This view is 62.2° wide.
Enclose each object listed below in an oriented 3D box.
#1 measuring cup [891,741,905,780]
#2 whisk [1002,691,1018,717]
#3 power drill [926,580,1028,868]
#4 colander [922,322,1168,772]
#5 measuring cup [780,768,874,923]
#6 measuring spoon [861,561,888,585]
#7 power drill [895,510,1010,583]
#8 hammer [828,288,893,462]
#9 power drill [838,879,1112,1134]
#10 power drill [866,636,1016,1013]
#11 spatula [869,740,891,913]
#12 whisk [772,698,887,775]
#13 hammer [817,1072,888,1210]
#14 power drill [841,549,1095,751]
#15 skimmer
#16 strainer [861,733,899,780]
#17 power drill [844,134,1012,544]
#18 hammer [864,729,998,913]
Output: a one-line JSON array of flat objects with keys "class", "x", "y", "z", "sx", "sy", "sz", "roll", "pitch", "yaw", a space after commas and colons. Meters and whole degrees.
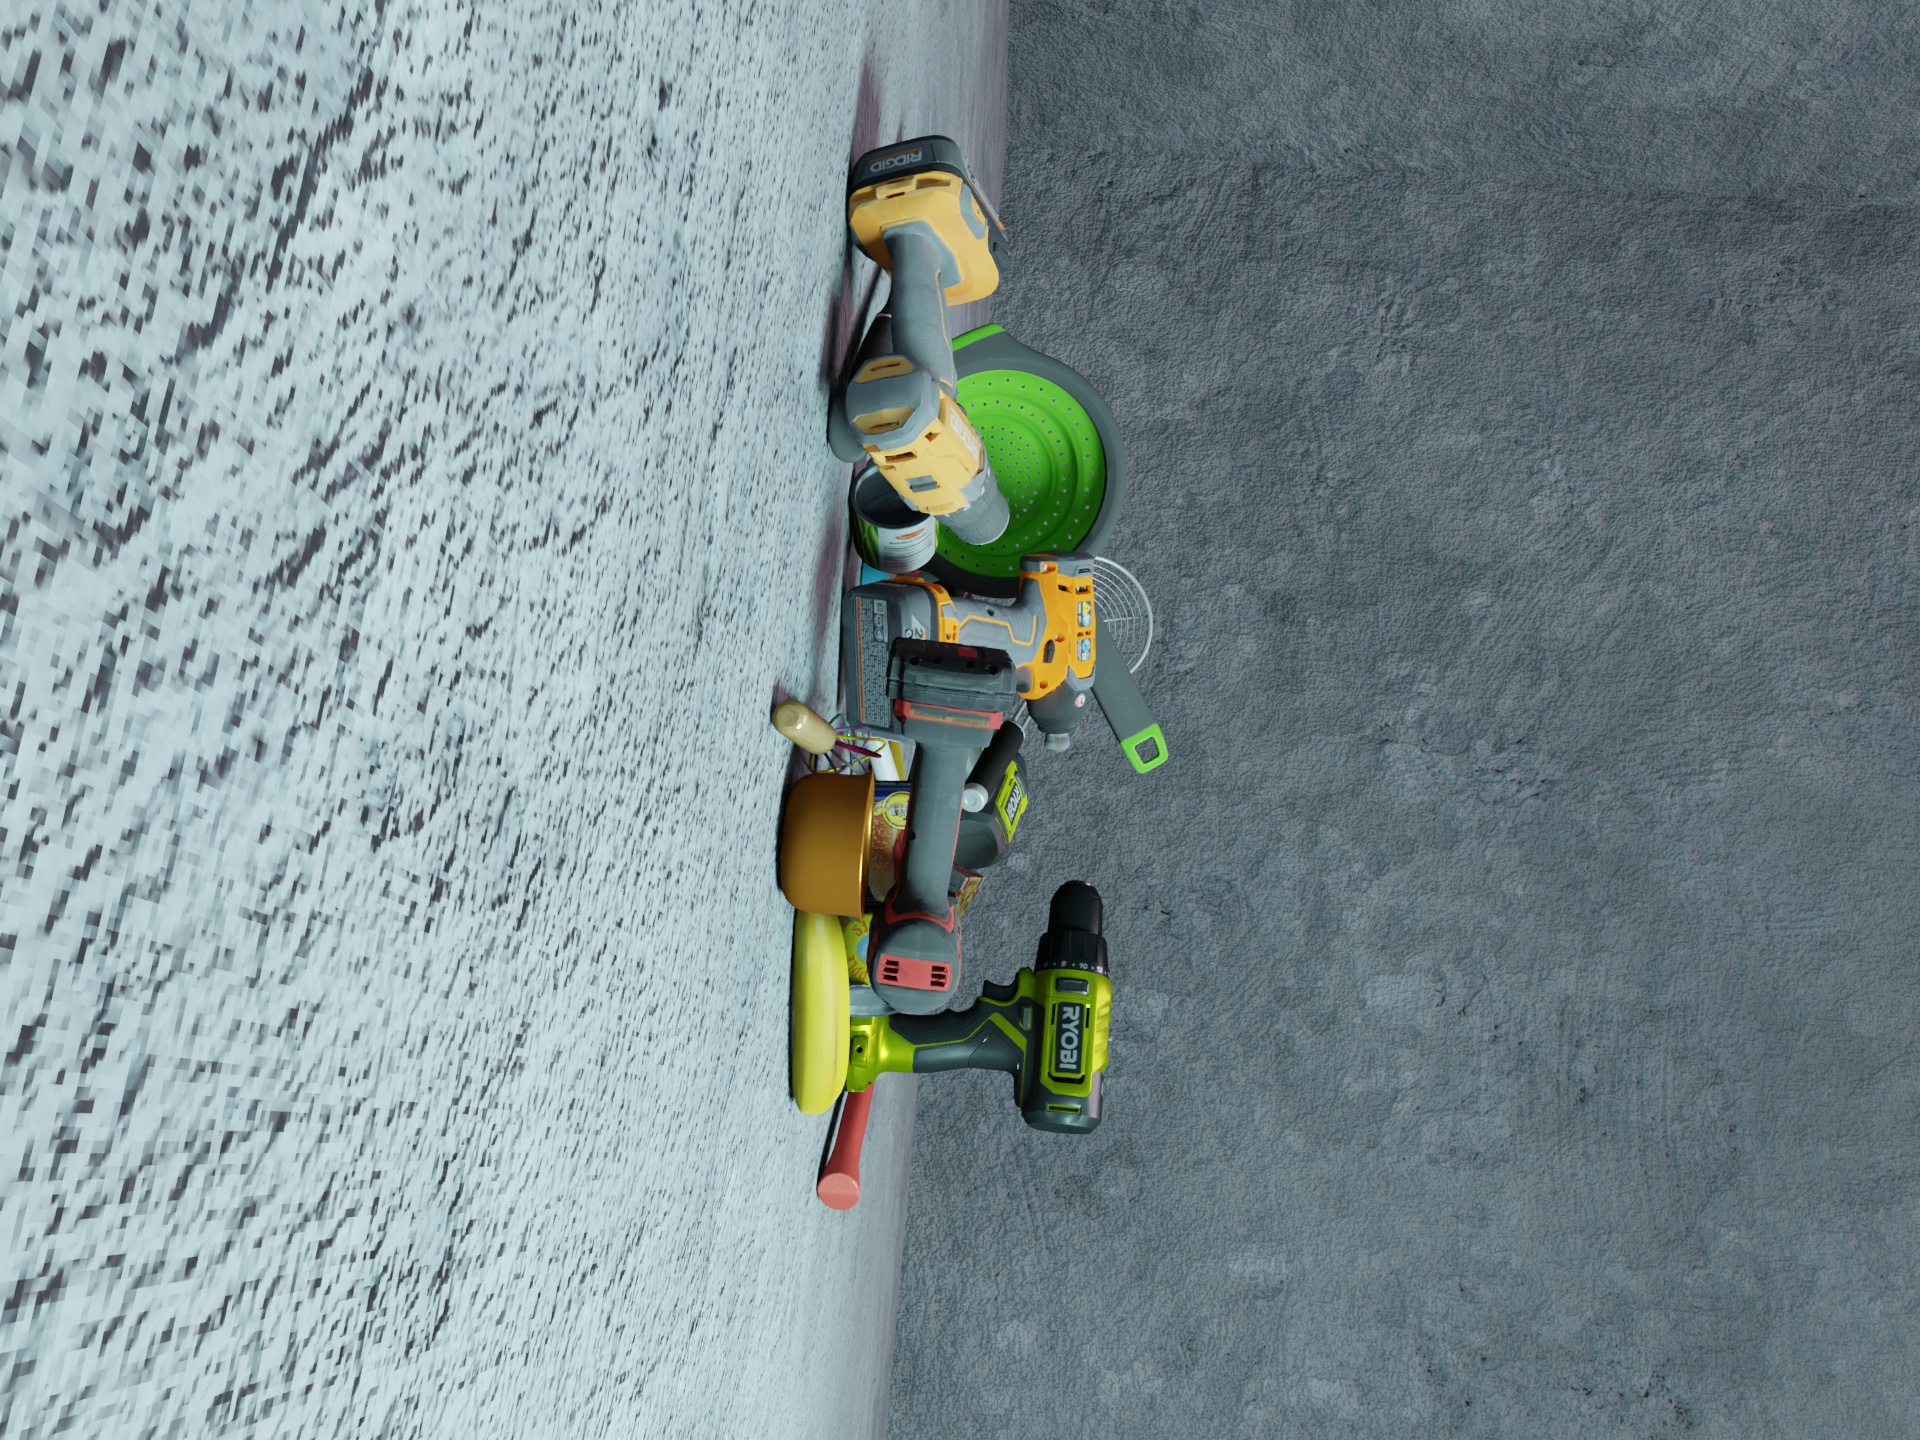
[{"class": "measuring cup", "x": -0.054, "y": 0.065, "z": 1.589, "sx": 0.029, "sy": 0.062, "sz": 0.157, "roll": -35, "pitch": -124, "yaw": 41}, {"class": "whisk", "x": -0.006, "y": 0.047, "z": 1.508, "sx": 0.296, "sy": 0.073, "sz": 0.073, "roll": -58, "pitch": 177, "yaw": -1}, {"class": "power drill", "x": -0.002, "y": -0.004, "z": 1.391, "sx": 0.171, "sy": 0.080, "sz": 0.223, "roll": -64, "pitch": 137, "yaw": -61}, {"class": "colander", "x": 0.070, "y": -0.137, "z": 1.361, "sx": 0.397, "sy": 0.204, "sz": 0.094, "roll": 62, "pitch": -3, "yaw": -10}, {"class": "measuring cup", "x": -0.083, "y": 0.074, "z": 1.017, "sx": 0.173, "sy": 0.052, "sz": 0.095, "roll": -131, "pitch": -134, "yaw": -88}, {"class": "measuring spoon", "x": -0.068, "y": -0.119, "z": 1.358, "sx": 0.128, "sy": 0.021, "sz": 0.042, "roll": -36, "pitch": 131, "yaw": -86}, {"class": "power drill", "x": -0.003, "y": -0.106, "z": 1.535, "sx": 0.219, "sy": 0.143, "sz": 0.079, "roll": 89, "pitch": 17, "yaw": -48}, {"class": "hammer", "x": -0.055, "y": -0.294, "z": 1.181, "sx": 0.409, "sy": 0.036, "sz": 0.149, "roll": -82, "pitch": 177, "yaw": -55}, {"class": "power drill", "x": 0.004, "y": 0.211, "z": 1.226, "sx": 0.080, "sy": 0.228, "sz": 0.191, "roll": 90, "pitch": 5, "yaw": -68}, {"class": "power drill", "x": -0.020, "y": 0.063, "z": 1.046, "sx": 0.188, "sy": 0.080, "sz": 0.226, "roll": -99, "pitch": -164, "yaw": -82}, {"class": "spatula", "x": -0.073, "y": 0.087, "z": 1.444, "sx": 0.323, "sy": 0.041, "sz": 0.081, "roll": -84, "pitch": 167, "yaw": -63}, {"class": "whisk", "x": -0.082, "y": 0.010, "z": 0.997, "sx": 0.245, "sy": 0.047, "sz": 0.051, "roll": 58, "pitch": 38, "yaw": -81}, {"class": "hammer", "x": -0.094, "y": 0.343, "z": 1.514, "sx": 0.359, "sy": 0.036, "sz": 0.149, "roll": -79, "pitch": 173, "yaw": -76}, {"class": "power drill", "x": 0.019, "y": -0.043, "z": 1.237, "sx": 0.226, "sy": 0.084, "sz": 0.164, "roll": -12, "pitch": 105, "yaw": -42}, {"class": "skimmer", "x": 0.080, "y": -0.035, "z": 1.385, "sx": 0.090, "sy": 0.127, "sz": 0.363, "roll": -44, "pitch": -174, "yaw": 32}, {"class": "strainer", "x": -0.053, "y": 0.067, "z": 1.332, "sx": 0.087, "sy": 0.050, "sz": 0.258, "roll": -125, "pitch": -164, "yaw": -58}, {"class": "power drill", "x": -0.012, "y": -0.238, "z": 1.045, "sx": 0.185, "sy": 0.084, "sz": 0.226, "roll": 42, "pitch": 45, "yaw": -61}, {"class": "hammer", "x": -0.043, "y": 0.093, "z": 1.631, "sx": 0.034, "sy": 0.127, "sz": 0.337, "roll": -38, "pitch": -153, "yaw": 39}]
